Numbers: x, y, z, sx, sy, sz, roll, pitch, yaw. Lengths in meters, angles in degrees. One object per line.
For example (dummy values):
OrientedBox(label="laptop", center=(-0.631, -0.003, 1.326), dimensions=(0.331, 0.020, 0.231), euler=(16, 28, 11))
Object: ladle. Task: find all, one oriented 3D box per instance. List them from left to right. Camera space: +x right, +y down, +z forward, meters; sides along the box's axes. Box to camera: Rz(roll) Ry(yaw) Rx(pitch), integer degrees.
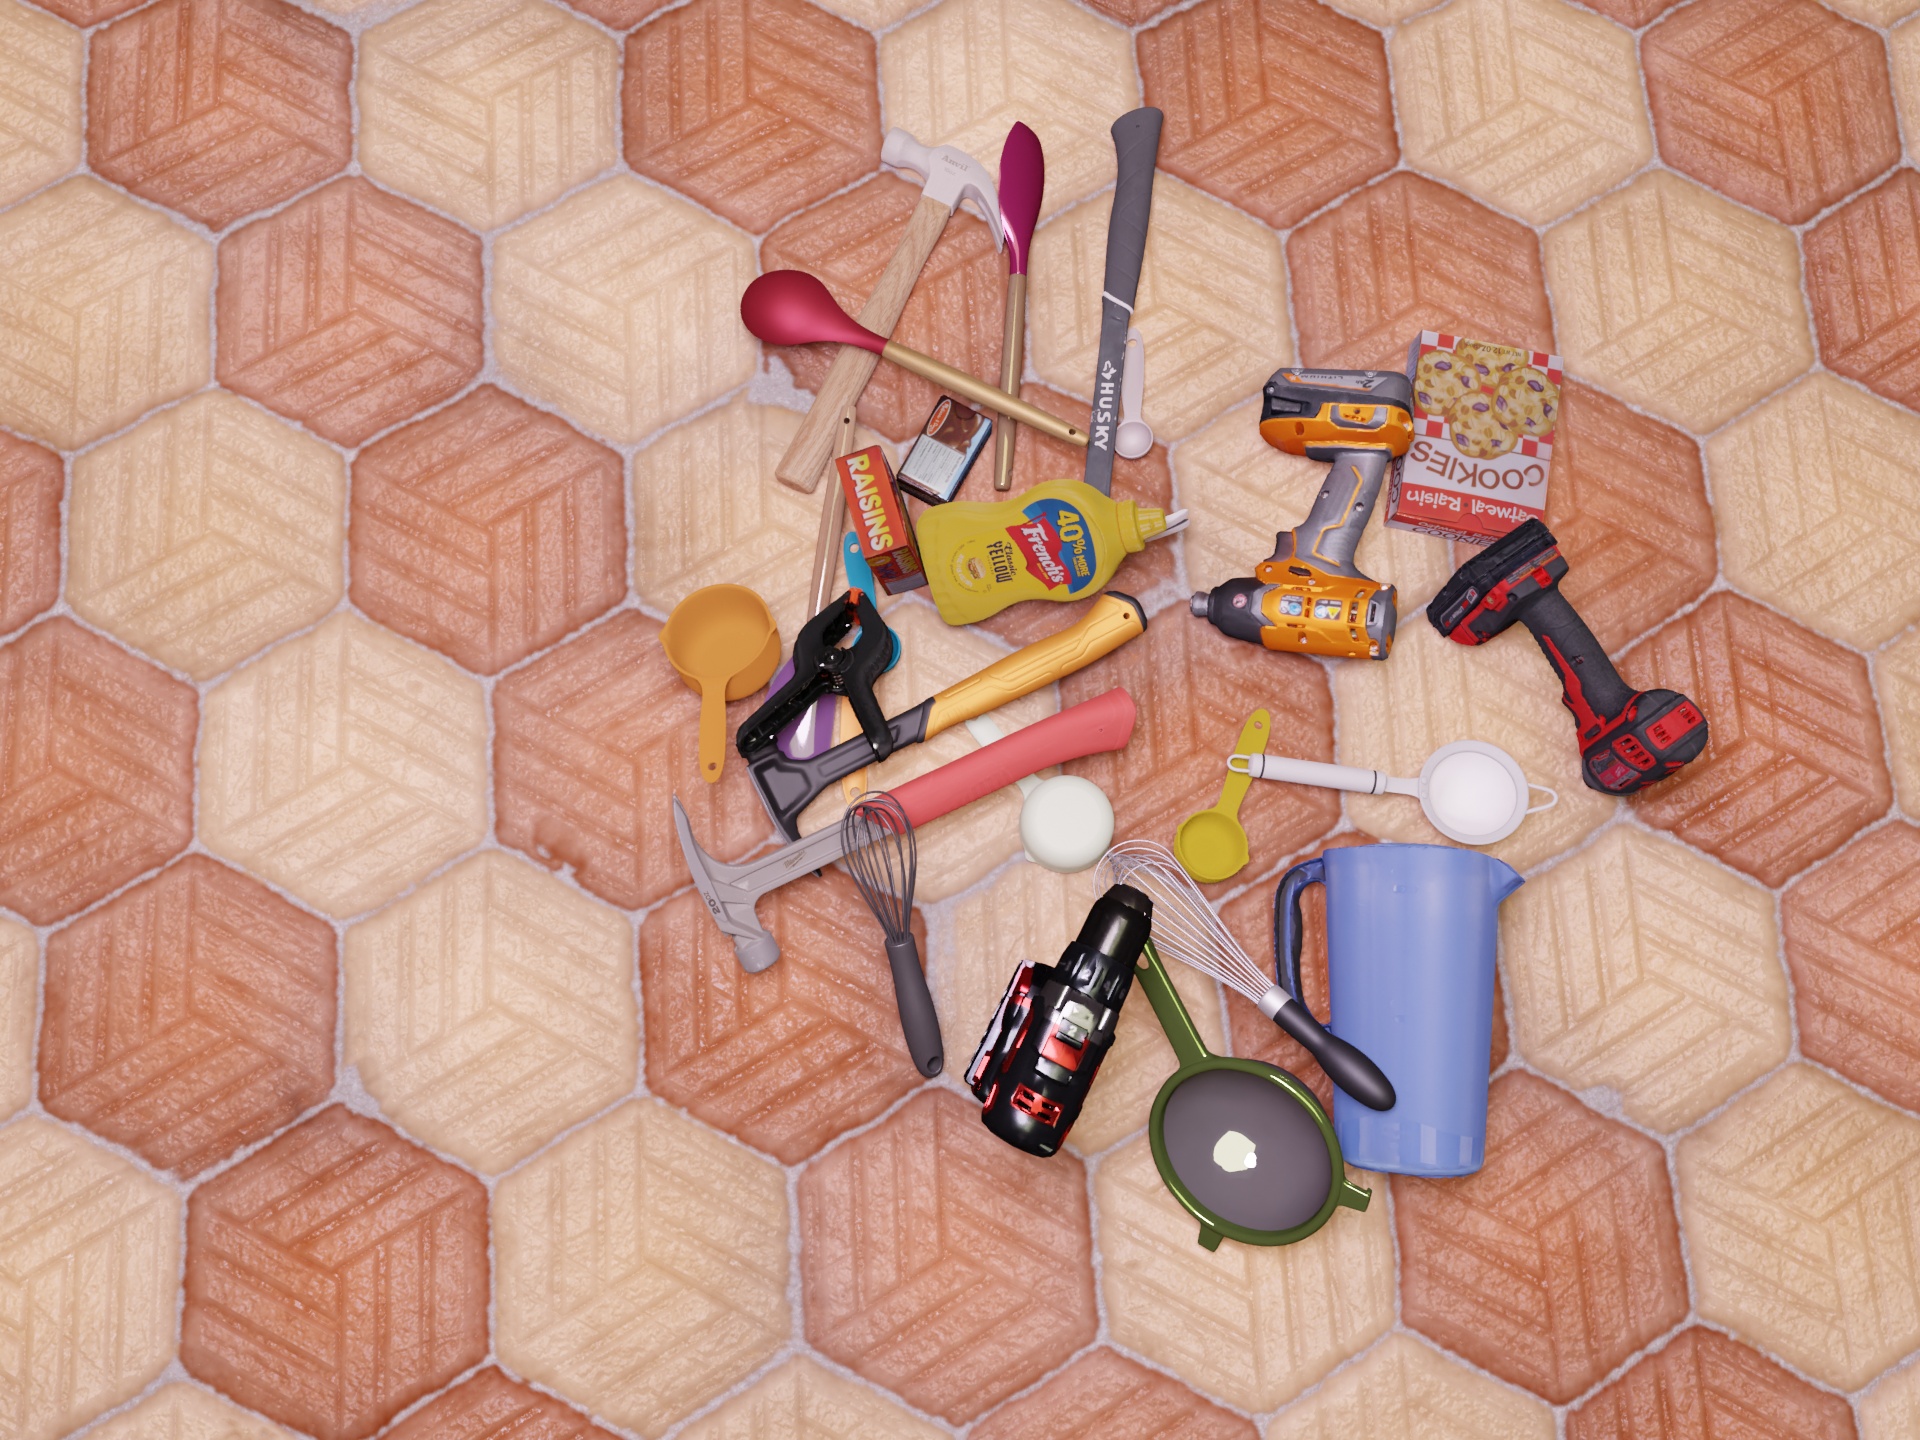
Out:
OrientedBox(label="ladle", center=(-0.038, -0.292, 1.302), dimensions=(0.315, 0.031, 0.069), euler=(25, 81, 5))

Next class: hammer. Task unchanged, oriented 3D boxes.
OrientedBox(label="hammer", center=(-0.067, -0.339, 1.342), dimensions=(0.130, 0.031, 0.331), euler=(25, 79, 3))
OrientedBox(label="hammer", center=(-0.034, 0.053, 1.215), dimensions=(0.359, 0.037, 0.149), euler=(-25, 105, -7))
OrientedBox(label="hammer", center=(-0.002, -0.004, 1.257), dimensions=(0.337, 0.034, 0.127), euler=(-27, 86, -3))
OrientedBox(label="hammer", center=(0.135, -0.333, 1.337), dimensions=(0.149, 0.036, 0.409), euler=(5, 76, 13))

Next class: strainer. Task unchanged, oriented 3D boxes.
OrientedBox(label="strainer", center=(0.198, 0.265, 1.197), dimensions=(0.151, 0.069, 0.256), euler=(-30, 86, 34))
OrientedBox(label="strainer", center=(0.340, 0.050, 1.270), dimensions=(0.258, 0.050, 0.087), euler=(8, 71, -1))

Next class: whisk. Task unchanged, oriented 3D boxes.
OrientedBox(label="whisk", center=(-0.044, 0.164, 1.195), dimensions=(0.055, 0.055, 0.238), euler=(-14, 109, -5))
OrientedBox(label="whisk", center=(0.211, 0.189, 1.190), dimensions=(0.070, 0.070, 0.285), euler=(-45, 64, -9))

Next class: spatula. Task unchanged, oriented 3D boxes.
OrientedBox(label="spatula", center=(-0.116, -0.101, 1.287), dimensions=(0.060, 0.018, 0.316), euler=(9, 85, -1))

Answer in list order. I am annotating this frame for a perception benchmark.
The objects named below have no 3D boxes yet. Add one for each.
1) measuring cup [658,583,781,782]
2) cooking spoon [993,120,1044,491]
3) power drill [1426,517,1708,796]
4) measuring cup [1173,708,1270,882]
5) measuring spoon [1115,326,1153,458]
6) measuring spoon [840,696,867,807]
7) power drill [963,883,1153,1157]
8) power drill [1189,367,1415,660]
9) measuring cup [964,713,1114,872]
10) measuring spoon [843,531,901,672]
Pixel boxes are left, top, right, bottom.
OrientedBox(label="measuring cup", center=(-0.185, -0.021, 1.243), dimensions=(0.095, 0.052, 0.174), euler=(-5, 63, 7))
OrientedBox(label="cooking spoon", center=(0.047, -0.350, 1.342), dimensions=(0.017, 0.068, 0.319), euler=(0, 83, 34))
OrientedBox(label="power drill", center=(0.476, -0.038, 1.255), dimensions=(0.078, 0.143, 0.220), euler=(-33, 75, -12))
OrientedBox(label="measuring cup", center=(0.217, 0.060, 1.282), dimensions=(0.062, 0.029, 0.157), euler=(25, 67, 2))
OrientedBox(label="measuring spoon", center=(0.147, -0.276, 1.349), dimensions=(0.034, 0.018, 0.124), euler=(-2, 72, 12))
OrientedBox(label="measuring spoon", center=(-0.087, 0.015, 1.283), dimensions=(0.021, 0.011, 0.117), euler=(-4, 82, 2))
OrientedBox(label="power drill", center=(0.073, 0.211, 1.137), dimensions=(0.080, 0.226, 0.188), euler=(27, 79, 3))
OrientedBox(label="power drill", center=(0.279, -0.166, 1.290), dimensions=(0.164, 0.084, 0.226), euler=(7, 81, 21))
OrientedBox(label="measuring cup", center=(0.056, 0.047, 1.266), dimensions=(0.083, 0.038, 0.168), euler=(-39, 81, -9))
OrientedBox(label="measuring spoon", center=(-0.075, -0.095, 1.303), dimensions=(0.042, 0.021, 0.129), euler=(-16, 70, 10))
